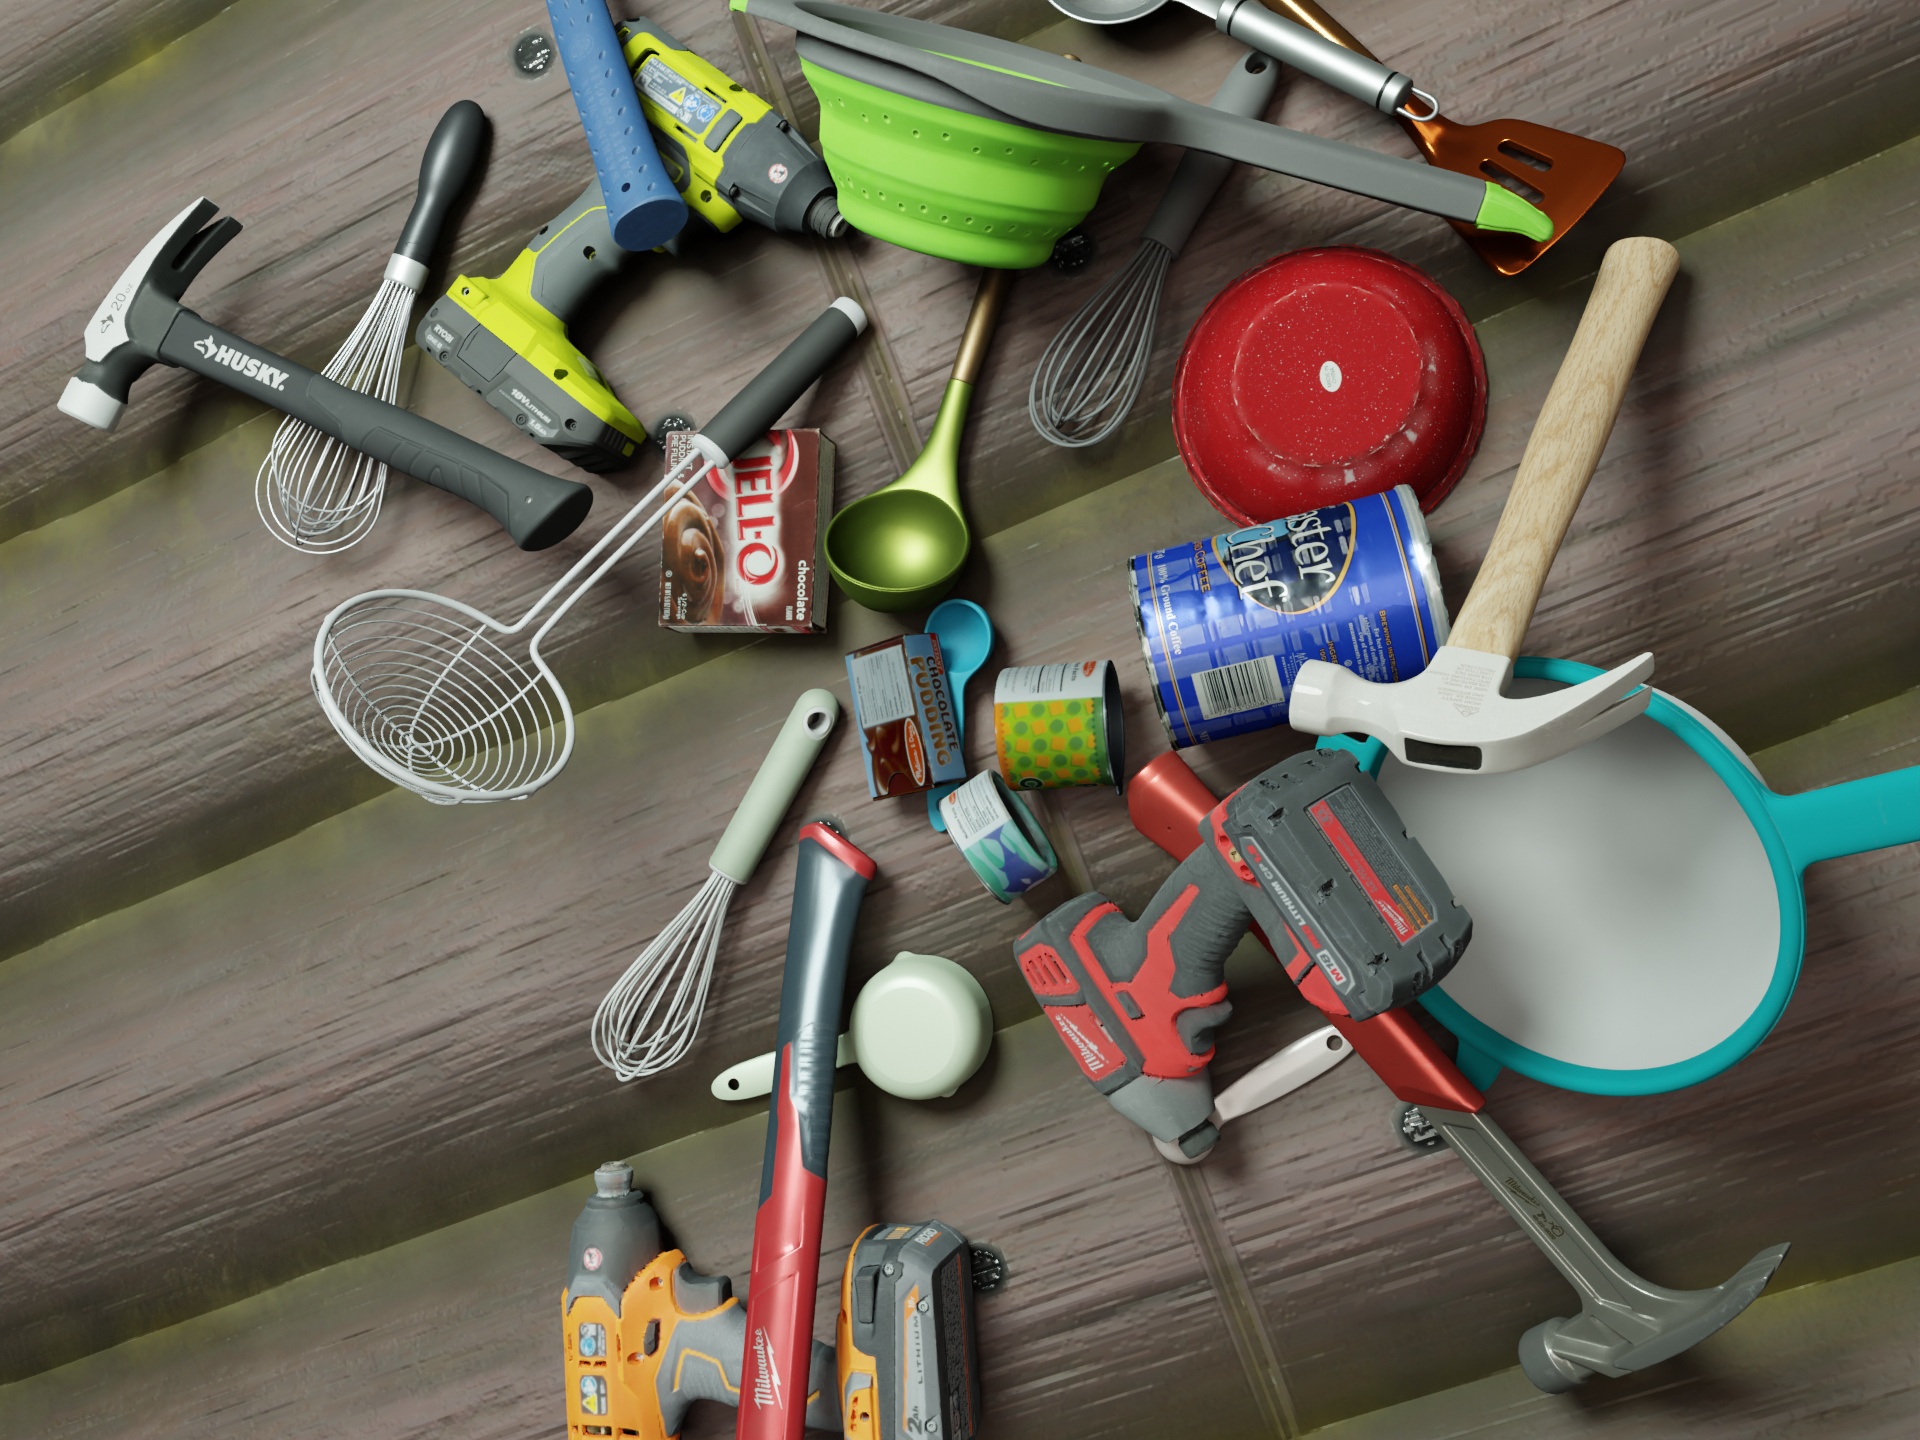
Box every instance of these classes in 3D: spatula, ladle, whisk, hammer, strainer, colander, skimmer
[{"bbox_3d":[0.193,-0.354,0.821,0.081,0.041,0.323,-46,79,9],"label":"spatula"},{"bbox_3d":[0.006,-0.210,0.854,0.078,0.062,0.320,19,90,15],"label":"ladle"},{"bbox_3d":[-0.337,-0.232,0.937,0.070,0.070,0.284,21,88,13],"label":"whisk"},{"bbox_3d":[0.213,0.151,0.771,0.359,0.036,0.149,50,136,17],"label":"hammer"},{"bbox_3d":[-0.228,-0.428,0.879,0.144,0.035,0.406,-24,70,13],"label":"hammer"},{"bbox_3d":[0.107,-0.249,0.836,0.055,0.055,0.239,29,91,12],"label":"whisk"},{"bbox_3d":[0.332,0.043,0.693,0.340,0.095,0.211,-24,91,48],"label":"strainer"},{"bbox_3d":[0.079,-0.258,0.775,0.397,0.205,0.094,17,116,6],"label":"colander"},{"bbox_3d":[-0.133,0.091,0.886,0.057,0.059,0.246,28,92,-25],"label":"whisk"},{"bbox_3d":[-0.162,-0.105,0.797,0.127,0.090,0.363,42,70,-3],"label":"skimmer"},{"bbox_3d":[-0.344,-0.178,0.881,0.335,0.035,0.146,25,85,17],"label":"hammer"},{"bbox_3d":[0.133,-0.364,0.818,0.259,0.050,0.087,36,86,21],"label":"strainer"},{"bbox_3d":[-0.099,0.242,0.811,0.143,0.038,0.387,-5,68,22],"label":"hammer"},{"bbox_3d":[0.267,-0.108,0.710,0.130,0.031,0.331,14,56,29],"label":"hammer"}]

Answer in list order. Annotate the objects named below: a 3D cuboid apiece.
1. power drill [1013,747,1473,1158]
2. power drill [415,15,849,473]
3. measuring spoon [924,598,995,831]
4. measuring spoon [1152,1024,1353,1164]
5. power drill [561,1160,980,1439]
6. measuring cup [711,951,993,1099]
[{"bbox_3d":[0.126,0.120,0.762,0.143,0.078,0.219,57,136,11],"label":"power drill"},{"bbox_3d":[-0.181,-0.257,0.889,0.171,0.080,0.223,39,94,12],"label":"power drill"},{"bbox_3d":[-0.001,-0.003,0.872,0.042,0.021,0.128,11,100,30],"label":"measuring spoon"},{"bbox_3d":[0.154,0.192,0.827,0.124,0.018,0.034,-34,81,9],"label":"measuring spoon"},{"bbox_3d":[-0.111,0.320,0.856,0.226,0.084,0.164,-6,85,16],"label":"power drill"},{"bbox_3d":[-0.065,0.181,0.867,0.167,0.038,0.083,-19,84,10],"label":"measuring cup"}]
